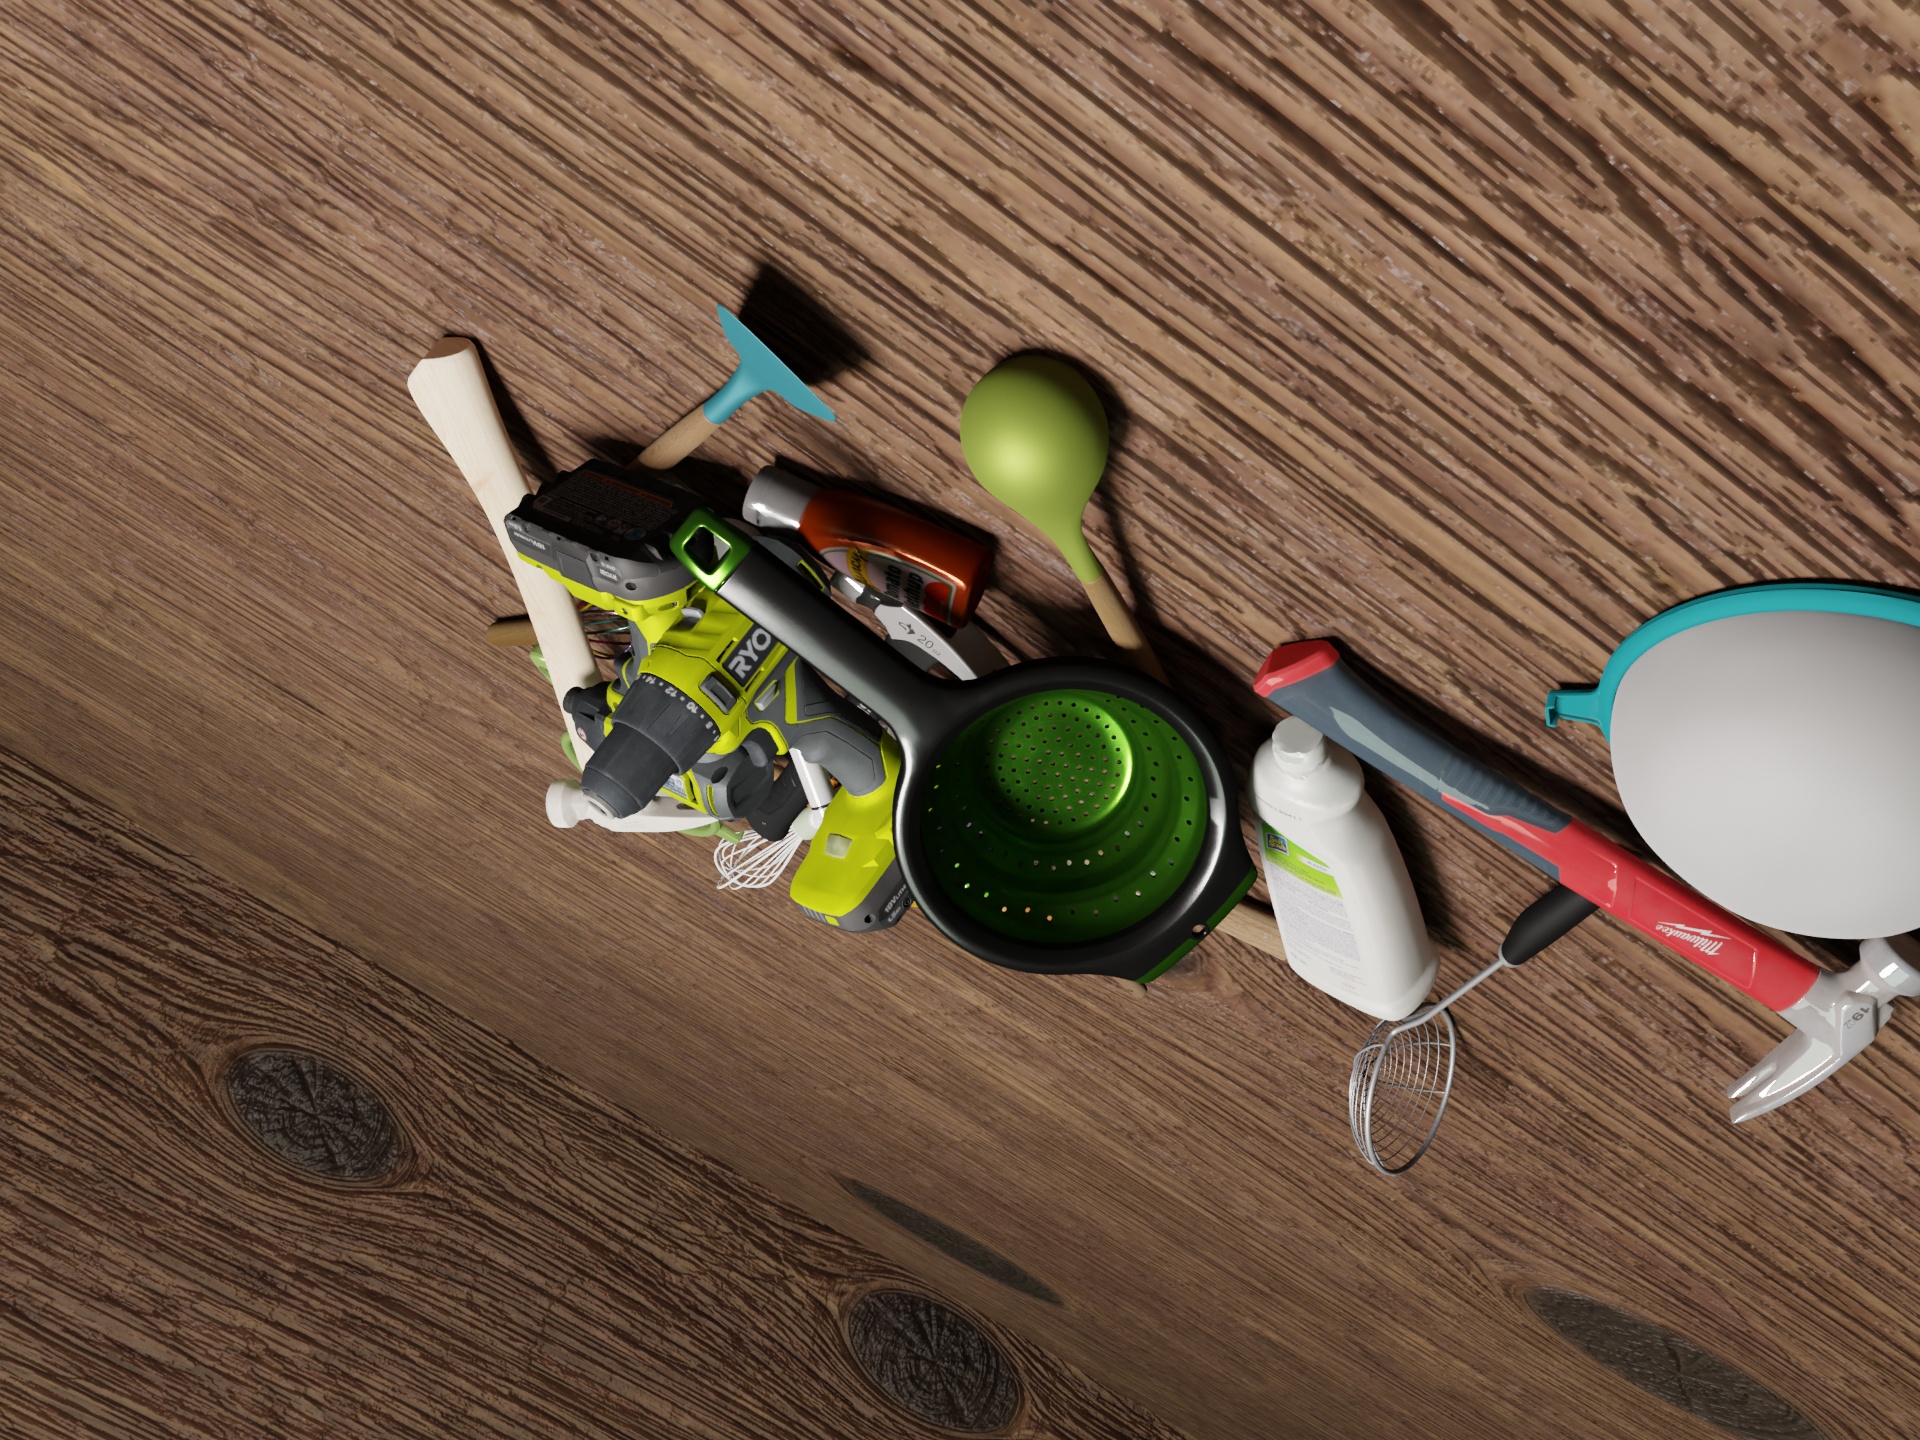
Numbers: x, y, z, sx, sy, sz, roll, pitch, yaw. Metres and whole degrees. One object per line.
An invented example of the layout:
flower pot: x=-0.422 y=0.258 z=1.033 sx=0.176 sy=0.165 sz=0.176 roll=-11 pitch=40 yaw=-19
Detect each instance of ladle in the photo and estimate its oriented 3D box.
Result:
ladle: x=0.084 y=-0.078 z=0.887 sx=0.078 sy=0.062 sz=0.319 roll=2 pitch=151 yaw=28

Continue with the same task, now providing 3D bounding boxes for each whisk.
whisk: x=-0.308 y=-0.075 z=1.244 sx=0.245 sy=0.051 sz=0.047 roll=1 pitch=122 yaw=48
whisk: x=-0.134 y=0.091 z=1.322 sx=0.057 sy=0.059 sz=0.246 roll=47 pitch=136 yaw=-11

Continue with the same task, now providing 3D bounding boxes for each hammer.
hammer: x=0.093 y=0.097 z=1.177 sx=0.331 sy=0.031 sz=0.130 roll=24 pitch=152 yaw=7
hammer: x=-0.277 y=-0.077 z=1.115 sx=0.146 sy=0.038 sz=0.410 roll=-1 pitch=131 yaw=13
hammer: x=0.326 y=0.081 z=0.885 sx=0.386 sy=0.038 sz=0.143 roll=31 pitch=124 yaw=0
hammer: x=-0.078 y=0.010 z=1.116 sx=0.146 sy=0.035 sz=0.334 roll=36 pitch=143 yaw=-6

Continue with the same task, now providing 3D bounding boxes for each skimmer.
skimmer: x=0.355 y=0.196 z=1.045 sx=0.090 sy=0.127 sz=0.363 roll=42 pitch=146 yaw=12

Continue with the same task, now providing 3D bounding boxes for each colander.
colander: x=-0.002 y=-0.003 z=0.948 sx=0.397 sy=0.095 sz=0.204 roll=38 pitch=107 yaw=-16

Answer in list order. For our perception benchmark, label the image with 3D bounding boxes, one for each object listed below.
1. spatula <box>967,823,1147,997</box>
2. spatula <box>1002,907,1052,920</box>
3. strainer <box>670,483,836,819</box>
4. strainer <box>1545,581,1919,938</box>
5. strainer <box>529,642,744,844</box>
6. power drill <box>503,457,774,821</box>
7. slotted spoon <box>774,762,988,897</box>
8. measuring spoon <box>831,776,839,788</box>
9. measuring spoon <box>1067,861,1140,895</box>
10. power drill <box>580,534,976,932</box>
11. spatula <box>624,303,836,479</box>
spatula: x=0.061 y=0.130 z=1.205 sx=0.060 sy=0.018 sz=0.315 roll=0 pitch=144 yaw=42
spatula: x=0.005 y=0.130 z=1.195 sx=0.323 sy=0.081 sz=0.041 roll=15 pitch=161 yaw=37
strainer: x=-0.124 y=-0.039 z=1.044 sx=0.087 sy=0.050 sz=0.258 roll=-3 pitch=110 yaw=54
strainer: x=0.418 y=0.019 z=0.677 sx=0.211 sy=0.095 sz=0.340 roll=32 pitch=154 yaw=-8
strainer: x=-0.267 y=0.000 z=1.290 sx=0.151 sy=0.069 sz=0.256 roll=16 pitch=152 yaw=28
power drill: x=-0.214 y=-0.049 z=1.037 sx=0.171 sy=0.080 sz=0.223 roll=23 pitch=138 yaw=28
slotted spoon: x=-0.089 y=0.074 z=1.231 sx=0.314 sy=0.031 sz=0.070 roll=25 pitch=117 yaw=41
measuring spoon: x=-0.104 y=0.022 z=1.252 sx=0.021 sy=0.011 sz=0.116 roll=9 pitch=148 yaw=1
measuring spoon: x=0.121 y=0.132 z=1.225 sx=0.124 sy=0.018 sz=0.034 roll=23 pitch=153 yaw=10
power drill: x=-0.108 y=0.028 z=0.969 sx=0.080 sy=0.190 sz=0.228 roll=9 pitch=147 yaw=50
spatula: x=-0.163 y=-0.168 z=0.940 sx=0.082 sy=0.044 sz=0.317 roll=43 pitch=151 yaw=-18
